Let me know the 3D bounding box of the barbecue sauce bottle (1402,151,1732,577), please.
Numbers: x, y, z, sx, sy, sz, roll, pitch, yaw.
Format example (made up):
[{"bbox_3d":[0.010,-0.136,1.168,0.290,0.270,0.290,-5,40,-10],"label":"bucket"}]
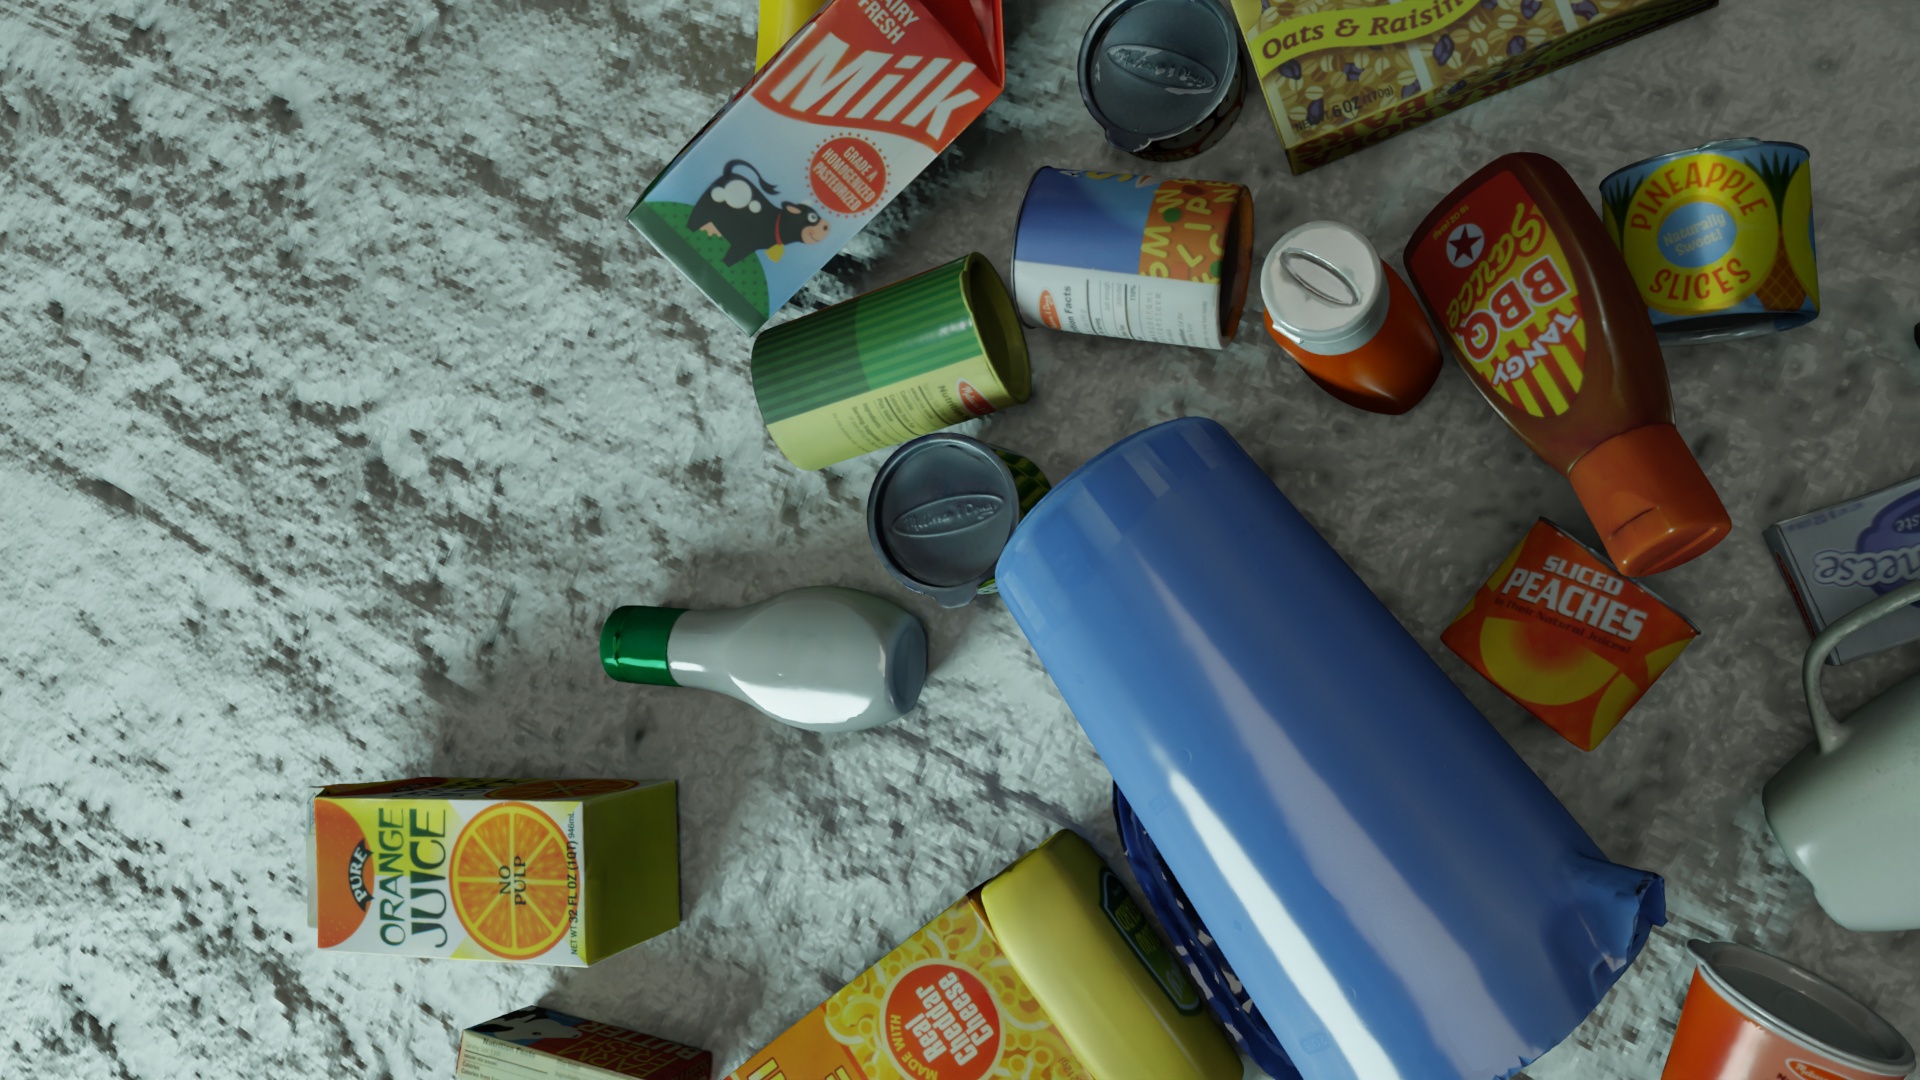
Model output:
[{"bbox_3d":[0.209,-0.060,0.476,0.064,0.044,0.149,-47,50,44],"label":"barbecue sauce bottle"}]

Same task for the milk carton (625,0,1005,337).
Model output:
[{"bbox_3d":[-0.047,-0.183,0.589,0.190,0.072,0.073,-41,111,13],"label":"milk carton"}]

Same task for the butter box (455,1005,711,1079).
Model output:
[{"bbox_3d":[-0.173,0.241,0.638,0.103,0.053,0.024,7,88,20],"label":"butter box"}]

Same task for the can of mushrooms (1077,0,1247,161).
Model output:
[{"bbox_3d":[0.083,-0.191,0.576,0.071,0.033,0.071,-1,87,19],"label":"can of mushrooms"}]

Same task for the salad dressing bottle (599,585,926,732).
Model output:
[{"bbox_3d":[-0.091,0.050,0.623,0.147,0.044,0.064,3,90,21],"label":"salad dressing bottle"}]

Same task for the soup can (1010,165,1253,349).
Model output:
[{"bbox_3d":[0.071,-0.116,0.561,0.084,0.071,0.071,10,91,20],"label":"soup can"}]

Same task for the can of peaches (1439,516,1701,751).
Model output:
[{"bbox_3d":[0.216,0.033,0.497,0.071,0.071,0.058,41,102,17],"label":"can of peaches"}]

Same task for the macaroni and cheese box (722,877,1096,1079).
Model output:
[{"bbox_3d":[-0.018,0.244,0.588,0.166,0.040,0.124,-40,76,14],"label":"macaroni and cheese box"}]

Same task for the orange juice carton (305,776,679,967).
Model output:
[{"bbox_3d":[-0.234,0.152,0.654,0.192,0.073,0.072,-3,87,20],"label":"orange juice carton"}]

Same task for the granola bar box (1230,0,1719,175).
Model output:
[{"bbox_3d":[0.187,-0.233,0.537,0.165,0.039,0.124,-19,81,18],"label":"granola bar box"}]

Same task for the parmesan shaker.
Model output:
[{"bbox_3d":[-0.031,-0.076,0.592,0.103,0.071,0.071,-16,82,19],"label":"parmesan shaker"}]

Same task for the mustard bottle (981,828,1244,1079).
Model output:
[{"bbox_3d":[0.072,0.191,0.548,0.048,0.065,0.160,-39,81,12],"label":"mustard bottle"}]

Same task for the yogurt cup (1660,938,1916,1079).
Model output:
[{"bbox_3d":[0.276,0.179,0.473,0.072,0.072,0.053,23,104,20],"label":"yogurt cup"}]

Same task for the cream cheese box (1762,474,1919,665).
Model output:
[{"bbox_3d":[0.342,0.001,0.477,0.103,0.024,0.053,-23,81,18],"label":"cream cheese box"}]

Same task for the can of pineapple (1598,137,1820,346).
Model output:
[{"bbox_3d":[0.262,-0.102,0.487,0.071,0.071,0.058,-3,87,20],"label":"can of pineapple"}]

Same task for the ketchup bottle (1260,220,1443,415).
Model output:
[{"bbox_3d":[0.135,-0.078,0.490,0.065,0.149,0.043,38,102,18],"label":"ketchup bottle"}]

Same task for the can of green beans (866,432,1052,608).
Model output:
[{"bbox_3d":[0.002,-0.010,0.584,0.071,0.058,0.071,-1,87,20],"label":"can of green beans"}]
